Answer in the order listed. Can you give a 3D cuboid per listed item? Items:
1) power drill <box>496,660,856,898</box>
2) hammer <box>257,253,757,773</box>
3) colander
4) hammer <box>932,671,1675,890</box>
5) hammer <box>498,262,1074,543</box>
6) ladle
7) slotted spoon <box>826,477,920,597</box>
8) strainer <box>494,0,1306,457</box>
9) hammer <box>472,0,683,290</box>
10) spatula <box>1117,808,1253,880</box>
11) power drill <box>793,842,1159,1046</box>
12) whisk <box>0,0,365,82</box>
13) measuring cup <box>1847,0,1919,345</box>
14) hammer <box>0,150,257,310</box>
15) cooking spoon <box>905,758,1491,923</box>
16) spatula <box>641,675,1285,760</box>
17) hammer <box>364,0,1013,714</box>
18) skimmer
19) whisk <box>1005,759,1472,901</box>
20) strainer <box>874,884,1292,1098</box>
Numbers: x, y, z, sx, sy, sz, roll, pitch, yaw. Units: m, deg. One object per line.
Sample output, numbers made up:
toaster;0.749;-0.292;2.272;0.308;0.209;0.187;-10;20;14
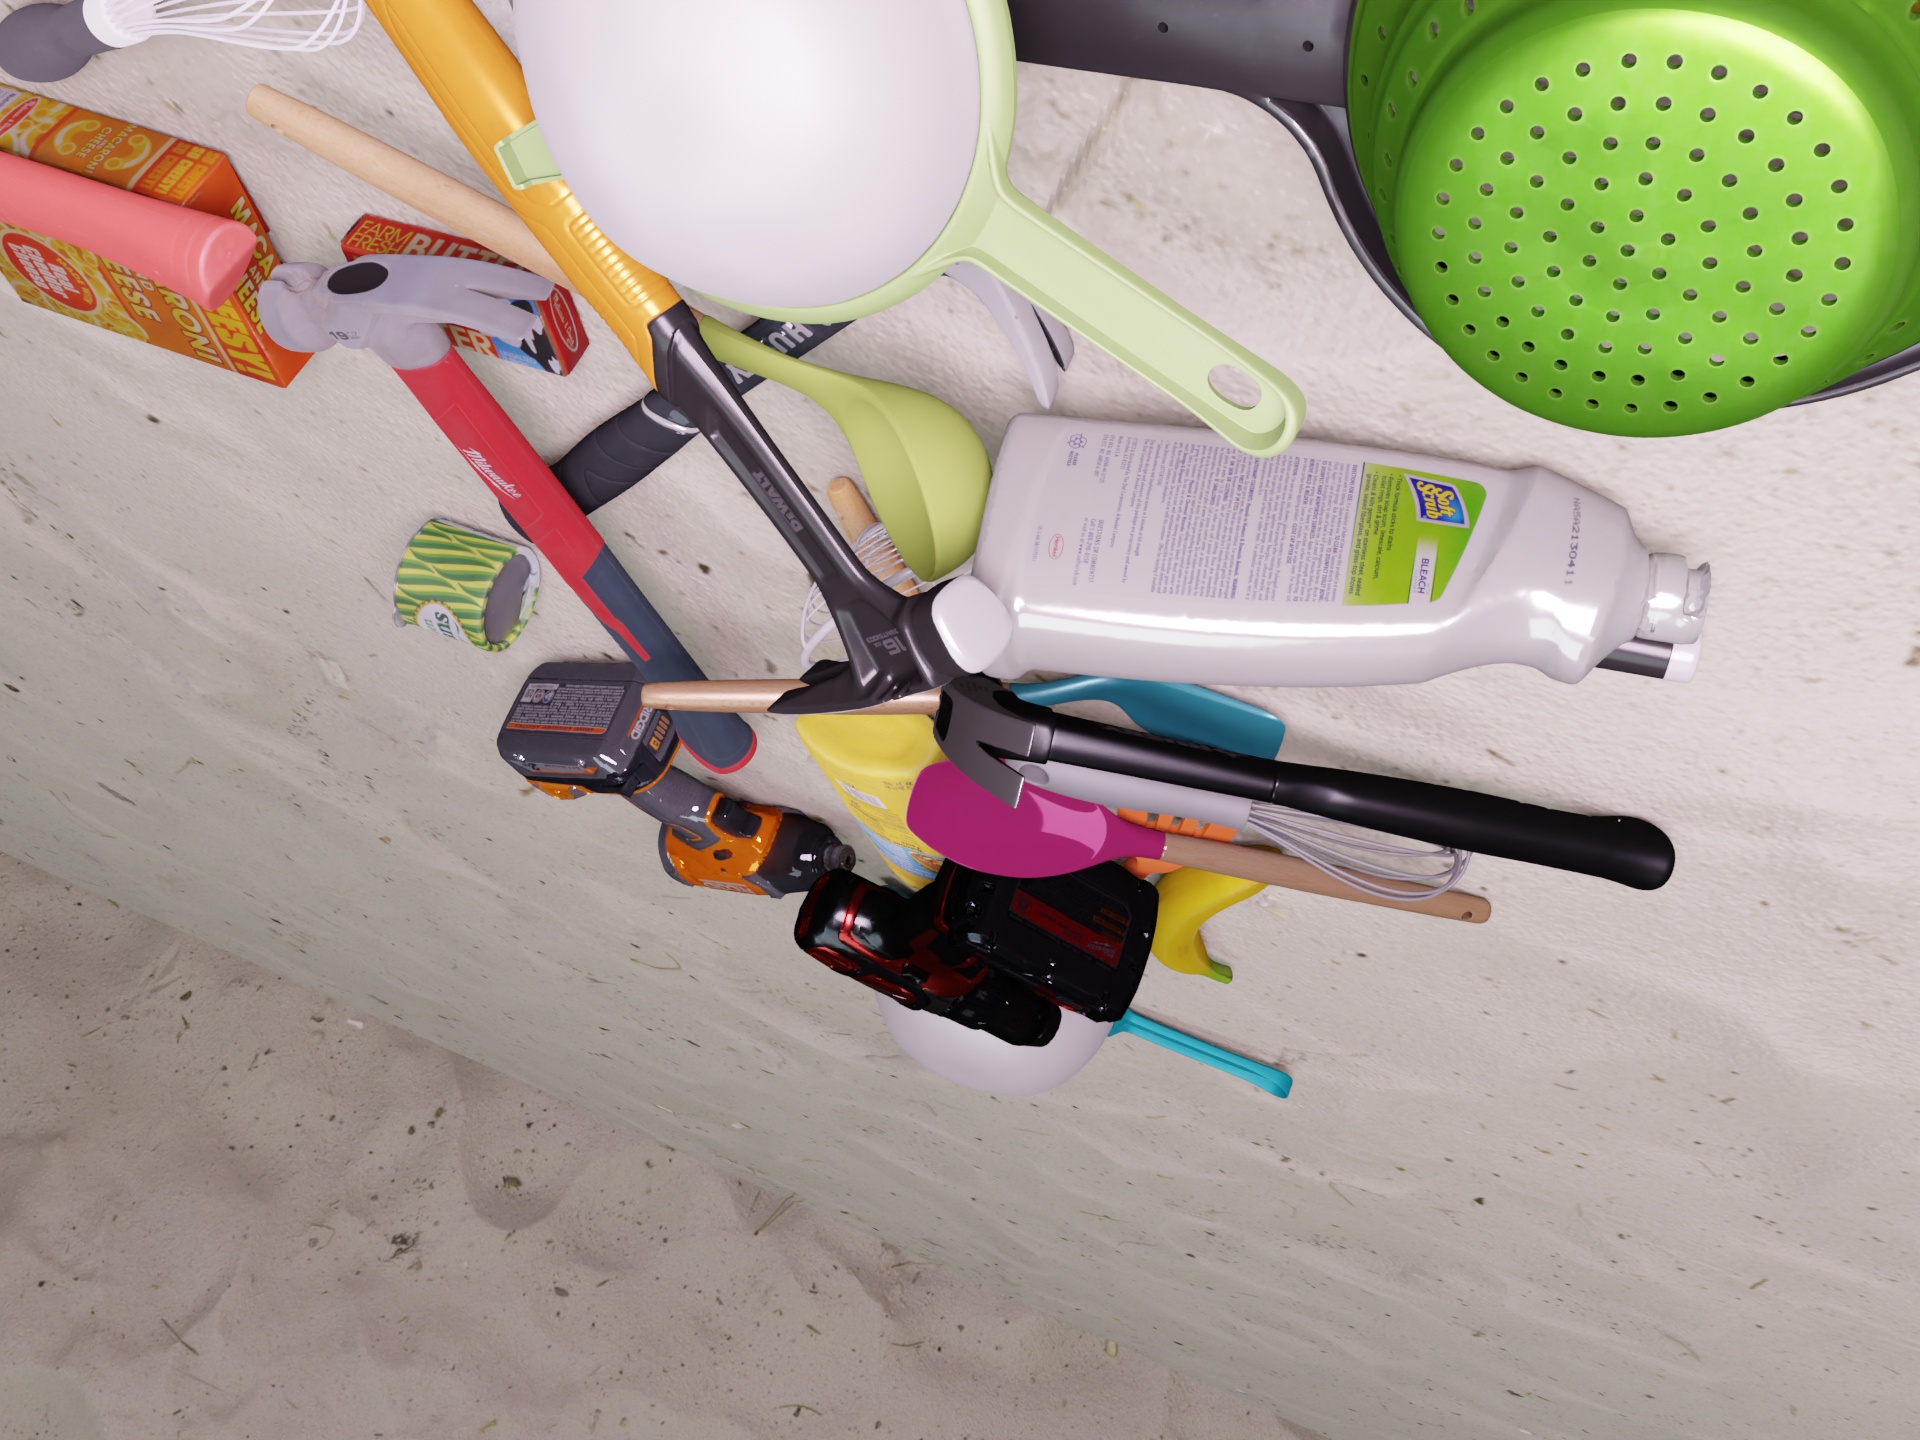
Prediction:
power drill;-0.180;0.050;1.072;0.164;0.084;0.226;3;151;36
hammer;-0.179;-0.080;0.806;0.143;0.038;0.385;8;152;25
colander;0.097;-0.159;0.409;0.397;0.094;0.204;18;142;22
hammer;0.154;0.031;0.708;0.334;0.035;0.146;12;-169;-4
hammer;-0.114;-0.143;0.712;0.149;0.036;0.409;37;152;-25
ladle;-0.129;-0.150;0.605;0.320;0.062;0.078;27;165;-4
slotted spoon;-0.002;-0.017;0.856;0.070;0.031;0.313;26;158;39
strainer;-0.022;-0.138;0.426;0.256;0.069;0.151;34;133;0
hammer;-0.092;-0.265;0.445;0.128;0.033;0.331;42;149;1
spatula;0.100;0.083;0.935;0.081;0.041;0.322;9;162;-5
power drill;0.022;0.138;0.942;0.187;0.080;0.226;31;153;-20
whisk;-0.308;-0.275;0.610;0.285;0.070;0.070;8;149;39
measuring cup;0.239;-0.164;0.399;0.062;0.029;0.156;-11;125;47
hammer;-0.476;-0.260;0.710;0.359;0.037;0.149;19;151;13
cooking spoon;0.128;0.070;0.827;0.318;0.017;0.068;12;118;-9
spatula;-0.001;-0.003;0.799;0.317;0.044;0.082;0;156;-2
hammer;-0.115;-0.144;0.544;0.127;0.034;0.336;-14;117;53
skimmer;0.108;-0.031;0.668;0.363;0.090;0.127;12;-177;18
whisk;0.138;0.044;0.784;0.239;0.055;0.055;13;154;-3
strainer;0.073;0.246;1.196;0.340;0.095;0.210;19;153;13
